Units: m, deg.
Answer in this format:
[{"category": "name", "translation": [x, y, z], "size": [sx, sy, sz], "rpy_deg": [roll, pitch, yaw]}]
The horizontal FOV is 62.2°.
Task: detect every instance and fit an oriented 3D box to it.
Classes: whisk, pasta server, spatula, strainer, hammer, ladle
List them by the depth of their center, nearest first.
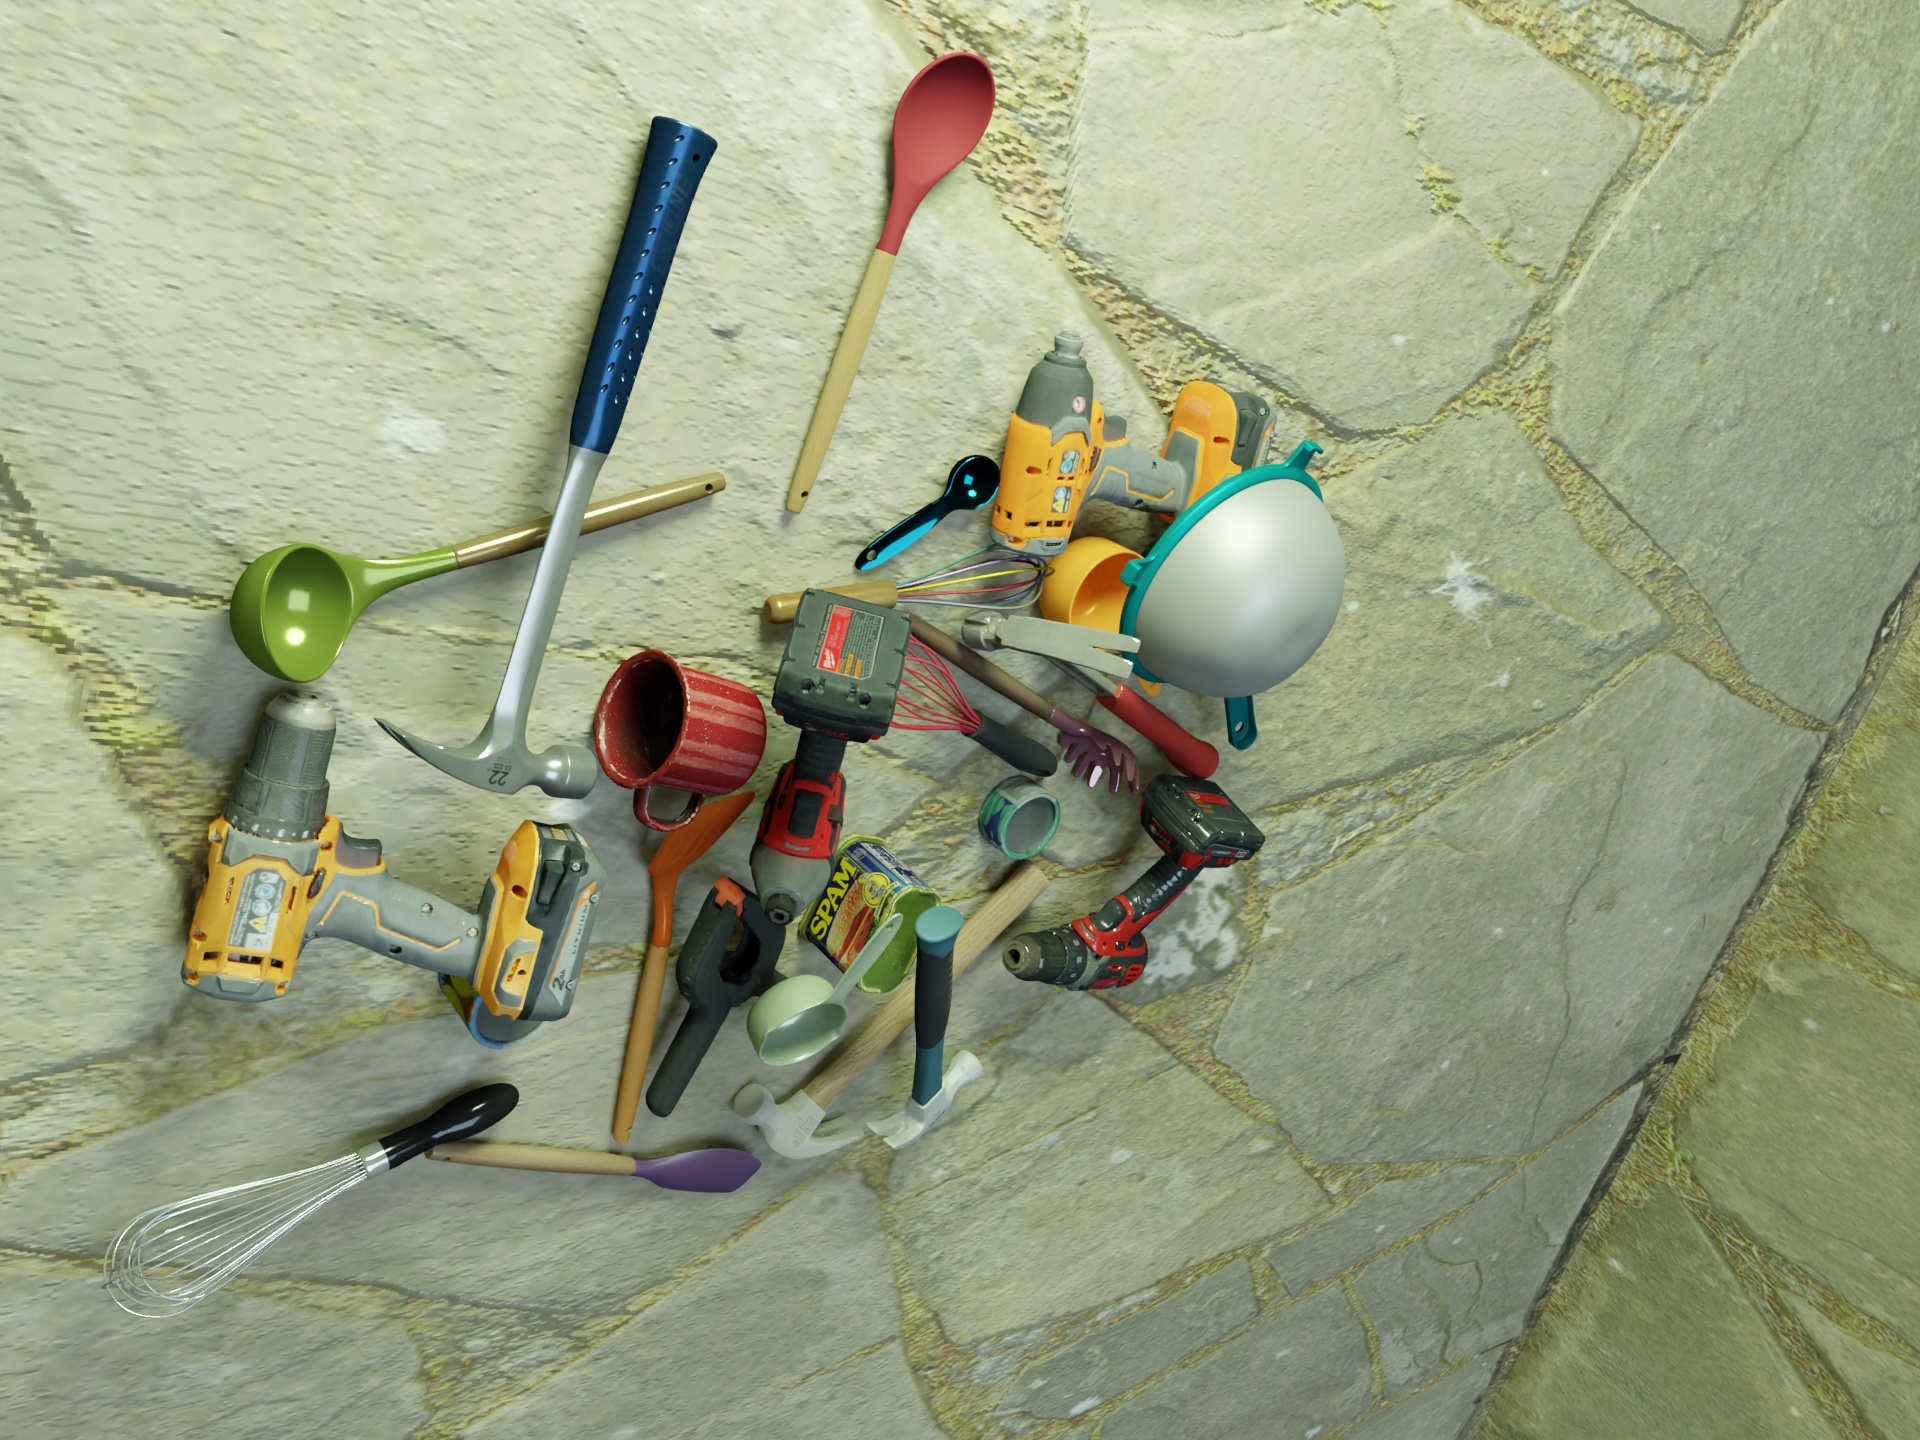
[{"category": "hammer", "translation": [-0.225, -0.150, 0.932], "size": [0.144, 0.035, 0.405], "rpy_deg": [11, 100, -51]}, {"category": "ladle", "translation": [-0.274, -0.101, 0.952], "size": [0.320, 0.062, 0.078], "rpy_deg": [-23, 124, -32]}, {"category": "ladle", "translation": [-0.056, -0.283, 1.048], "size": [0.069, 0.031, 0.315], "rpy_deg": [8, 112, -41]}, {"category": "whisk", "translation": [-0.431, 0.314, 1.079], "size": [0.284, 0.070, 0.070], "rpy_deg": [-21, 128, -37]}, {"category": "whisk", "translation": [-0.032, -0.098, 1.174], "size": [0.245, 0.047, 0.051], "rpy_deg": [-11, 112, -32]}, {"category": "spatula", "translation": [-0.222, 0.191, 1.188], "size": [0.081, 0.041, 0.322], "rpy_deg": [-19, 130, -53]}, {"category": "whisk", "translation": [-0.002, -0.004, 1.249], "size": [0.073, 0.073, 0.295], "rpy_deg": [-57, 142, 3]}, {"category": "spatula", "translation": [-0.279, 0.348, 1.253], "size": [0.315, 0.018, 0.059], "rpy_deg": [22, 118, -46]}, {"category": "pasta server", "translation": [0.053, -0.011, 1.304], "size": [0.316, 0.060, 0.040], "rpy_deg": [31, 69, -44]}, {"category": "strainer", "translation": [0.248, -0.054, 1.314], "size": [0.211, 0.095, 0.340], "rpy_deg": [-35, 144, -12]}, {"category": "hammer", "translation": [0.146, -0.011, 1.319], "size": [0.358, 0.149, 0.037], "rpy_deg": [31, 76, -55]}, {"category": "hammer", "translation": [-0.024, 0.254, 1.322], "size": [0.128, 0.033, 0.330], "rpy_deg": [-41, 153, -31]}, {"category": "hammer", "translation": [-0.045, 0.250, 1.387], "size": [0.331, 0.031, 0.129], "rpy_deg": [-44, 136, -11]}]

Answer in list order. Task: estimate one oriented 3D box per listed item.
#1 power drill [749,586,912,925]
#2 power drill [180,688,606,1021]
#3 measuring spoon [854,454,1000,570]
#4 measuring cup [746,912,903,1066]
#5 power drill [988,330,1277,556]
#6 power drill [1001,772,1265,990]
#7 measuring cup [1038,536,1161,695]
[{"category": "power drill", "translation": [-0.099, 0.032, 1.095], "size": [0.078, 0.143, 0.219], "rpy_deg": [14, 130, -5]}, {"category": "power drill", "translation": [-0.338, 0.088, 0.973], "size": [0.226, 0.084, 0.185], "rpy_deg": [13, 98, -26]}, {"category": "measuring spoon", "translation": [-0.028, -0.153, 1.165], "size": [0.128, 0.021, 0.042], "rpy_deg": [-36, 132, -6]}, {"category": "measuring cup", "translation": [-0.101, 0.195, 1.209], "size": [0.083, 0.038, 0.167], "rpy_deg": [15, 120, -50]}, {"category": "power drill", "translation": [0.132, -0.213, 1.218], "size": [0.226, 0.084, 0.164], "rpy_deg": [-7, 119, -34]}, {"category": "power drill", "translation": [0.149, 0.157, 1.433], "size": [0.187, 0.080, 0.226], "rpy_deg": [10, 123, -52]}, {"category": "measuring cup", "translation": [0.122, -0.081, 1.311], "size": [0.095, 0.052, 0.173], "rpy_deg": [-45, 138, -10]}]
